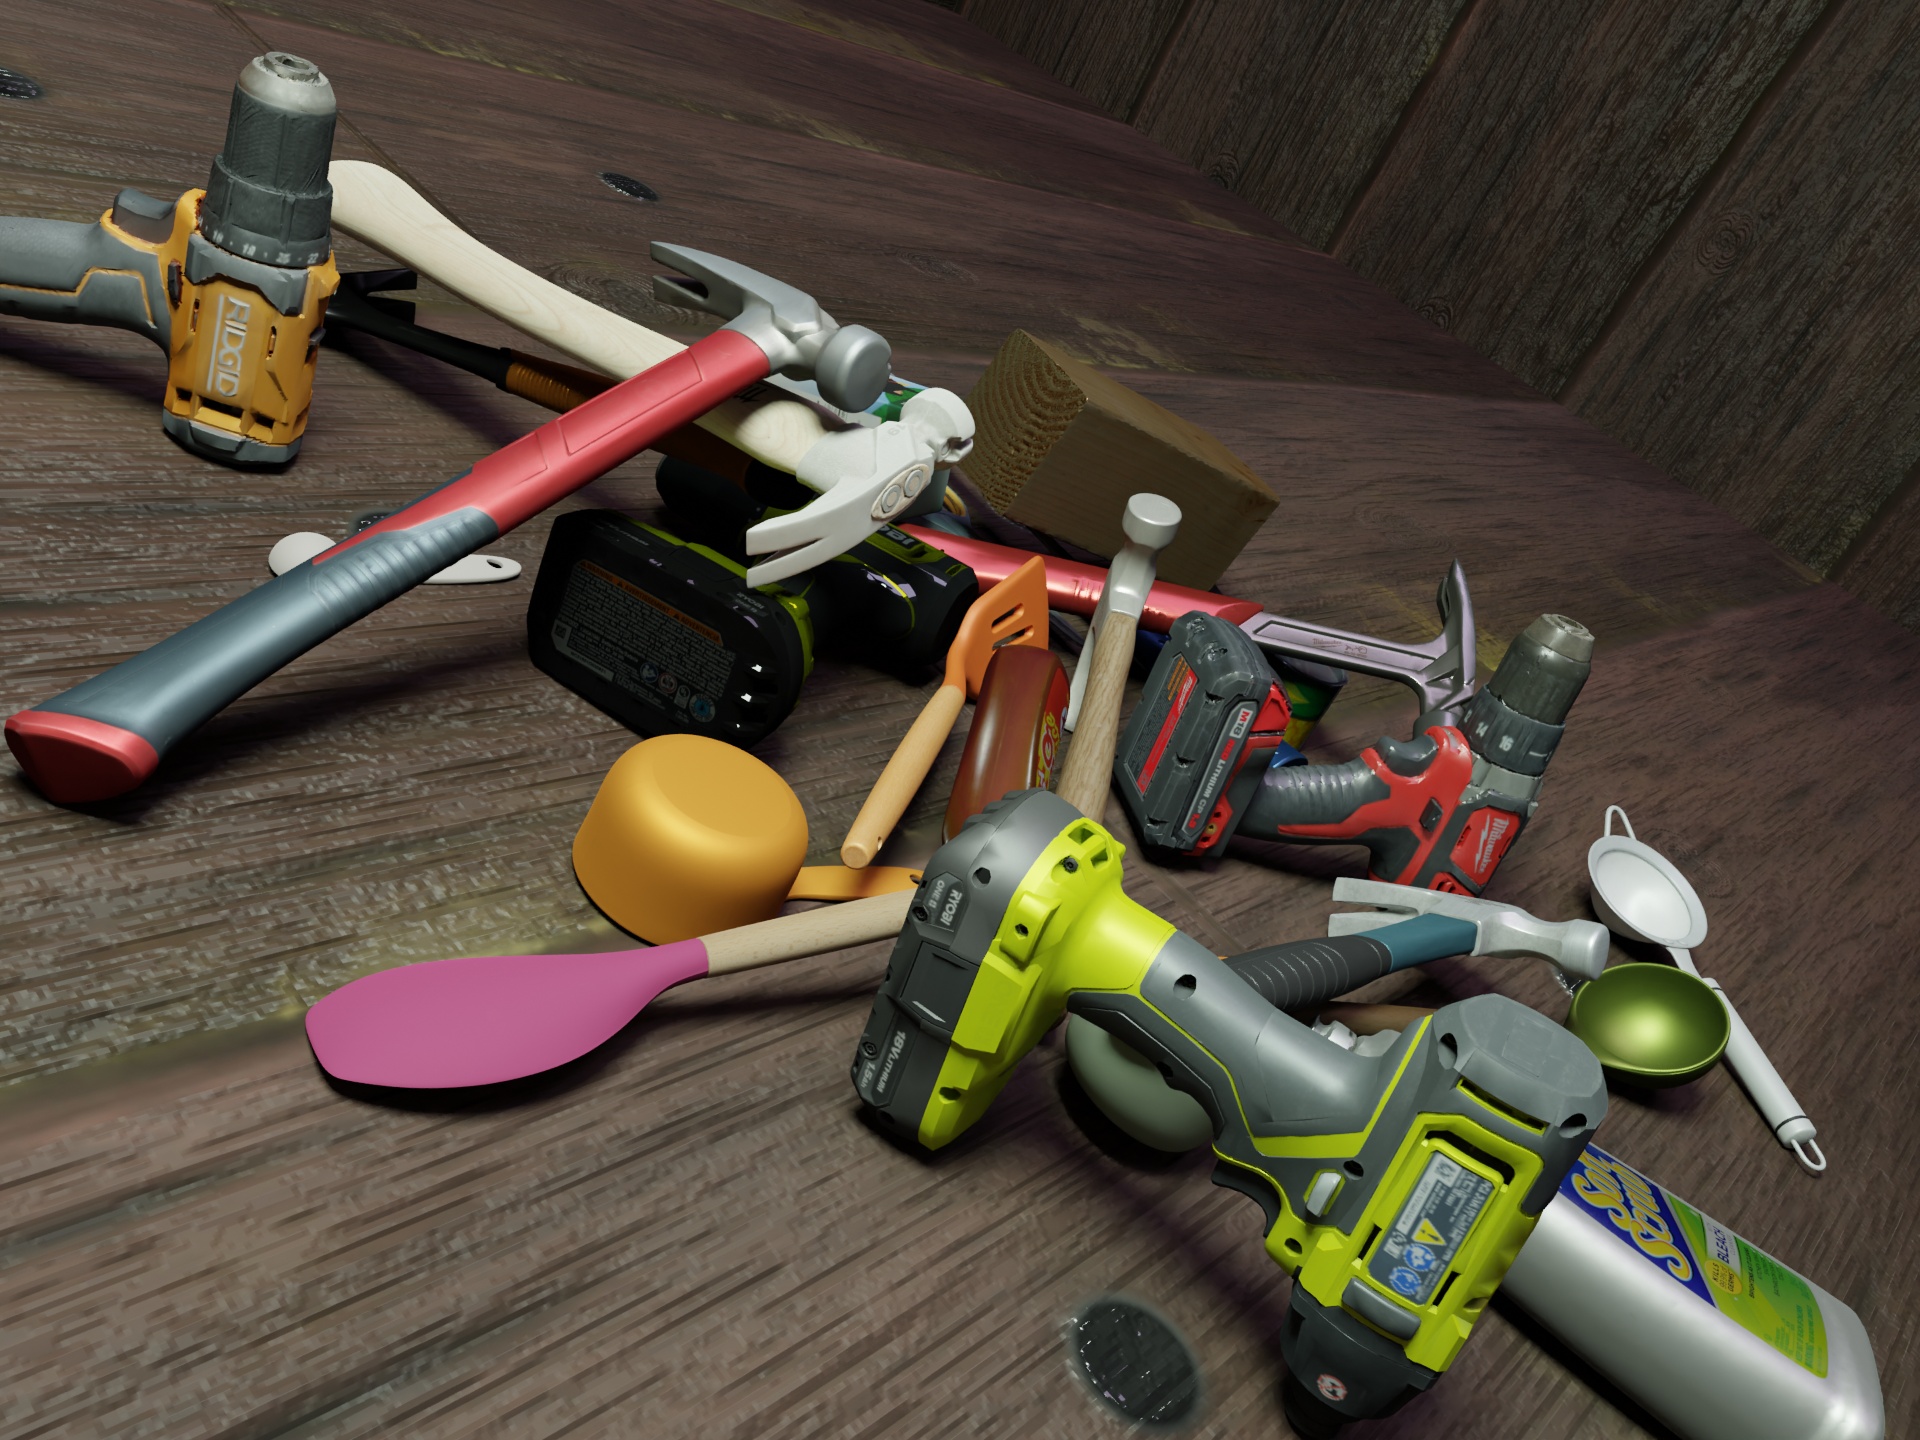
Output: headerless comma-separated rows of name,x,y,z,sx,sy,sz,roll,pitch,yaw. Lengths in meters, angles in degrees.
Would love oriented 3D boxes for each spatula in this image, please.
spatula,-0.001,-0.003,0.784,0.041,0.081,0.323,3,22,11

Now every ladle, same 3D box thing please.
ladle,0.267,0.145,0.789,0.320,0.062,0.078,11,23,-33

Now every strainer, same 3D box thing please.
strainer,0.441,0.159,0.957,0.086,0.050,0.259,9,39,-21

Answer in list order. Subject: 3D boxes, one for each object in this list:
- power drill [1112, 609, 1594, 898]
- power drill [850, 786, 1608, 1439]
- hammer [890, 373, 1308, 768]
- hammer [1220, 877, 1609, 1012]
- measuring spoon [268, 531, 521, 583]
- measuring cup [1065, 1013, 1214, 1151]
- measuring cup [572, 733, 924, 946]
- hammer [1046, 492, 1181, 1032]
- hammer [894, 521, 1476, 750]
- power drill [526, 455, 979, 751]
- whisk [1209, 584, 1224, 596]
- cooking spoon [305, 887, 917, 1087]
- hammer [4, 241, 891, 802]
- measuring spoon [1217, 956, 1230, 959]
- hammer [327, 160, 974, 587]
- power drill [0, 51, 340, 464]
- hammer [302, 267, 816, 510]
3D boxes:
power drill,0.215,0.009,0.850,0.226,0.187,0.080,14,24,-18
power drill,0.081,0.136,0.553,0.223,0.171,0.080,29,25,19
hammer,0.081,-0.099,1.048,0.144,0.035,0.406,8,35,-53
hammer,0.178,0.109,0.722,0.128,0.033,0.330,10,7,39
measuring spoon,-0.257,-0.076,0.738,0.124,0.018,0.034,-6,43,-48
measuring cup,0.103,0.149,0.684,0.167,0.038,0.083,19,26,-53
measuring cup,-0.071,0.049,0.661,0.173,0.052,0.095,6,35,-35
hammer,0.062,0.023,0.785,0.031,0.130,0.332,17,39,1
hammer,0.134,-0.073,0.965,0.359,0.036,0.149,13,53,0
power drill,-0.113,-0.074,0.807,0.190,0.080,0.228,29,25,11
whisk,0.153,-0.129,1.160,0.073,0.073,0.296,9,40,-33
cooking spoon,-0.073,0.082,0.589,0.318,0.017,0.069,-8,31,-34
hammer,-0.204,-0.095,0.648,0.143,0.038,0.386,30,50,24
measuring spoon,0.129,0.125,0.767,0.116,0.011,0.021,12,33,-35
hammer,-0.198,-0.193,0.799,0.411,0.038,0.146,30,49,23
power drill,-0.391,-0.230,0.702,0.226,0.185,0.084,18,31,-13
hammer,-0.219,-0.181,0.849,0.337,0.034,0.127,22,25,19
